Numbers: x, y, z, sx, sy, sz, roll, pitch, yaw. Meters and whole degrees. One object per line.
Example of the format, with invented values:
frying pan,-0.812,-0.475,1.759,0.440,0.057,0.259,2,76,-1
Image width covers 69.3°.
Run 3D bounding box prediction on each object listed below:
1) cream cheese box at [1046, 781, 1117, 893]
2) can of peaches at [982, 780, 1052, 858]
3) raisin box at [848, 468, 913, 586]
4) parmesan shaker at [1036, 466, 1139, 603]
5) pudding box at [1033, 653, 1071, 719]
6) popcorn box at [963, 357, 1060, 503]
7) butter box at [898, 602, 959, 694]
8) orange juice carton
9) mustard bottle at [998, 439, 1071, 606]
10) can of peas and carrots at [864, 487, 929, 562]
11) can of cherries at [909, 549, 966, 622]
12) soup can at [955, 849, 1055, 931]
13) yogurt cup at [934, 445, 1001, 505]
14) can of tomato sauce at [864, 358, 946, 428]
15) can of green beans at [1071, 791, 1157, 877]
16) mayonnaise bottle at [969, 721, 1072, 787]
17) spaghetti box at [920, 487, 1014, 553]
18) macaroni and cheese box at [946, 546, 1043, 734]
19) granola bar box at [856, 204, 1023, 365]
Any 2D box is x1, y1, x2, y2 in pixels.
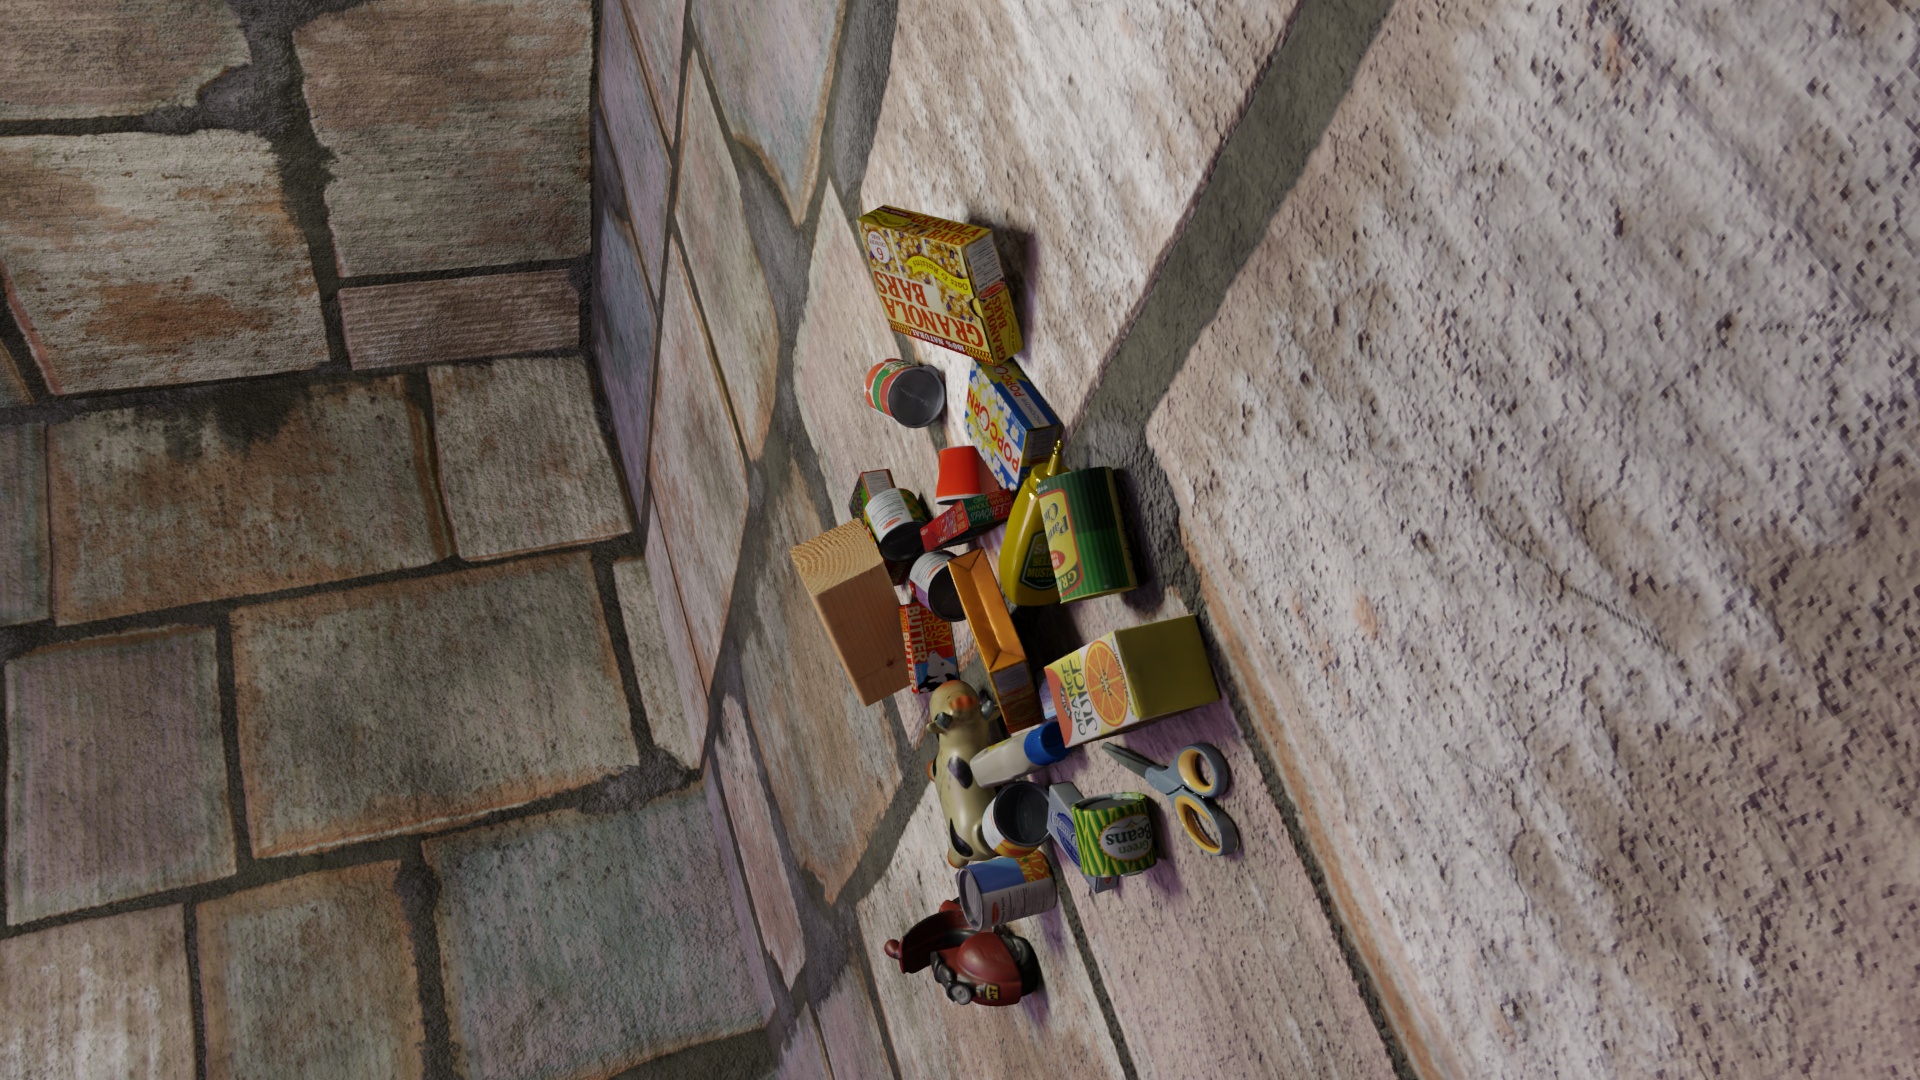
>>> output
cream cheese box,0.114,0.278,1.308,0.104,0.024,0.053,-132,39,-54
can of peaches,0.061,0.280,1.387,0.057,0.071,0.071,115,141,-63
raisin box,-0.097,-0.013,1.700,0.085,0.040,0.124,120,135,-58
parmesan shaker,0.104,-0.004,1.156,0.071,0.071,0.103,151,108,-68
pudding box,0.100,0.134,1.276,0.083,0.030,0.050,139,120,-65
popcorn box,0.046,-0.106,1.296,0.127,0.038,0.084,-121,28,-43
butter box,-0.036,0.120,1.582,0.024,0.053,0.103,174,87,-67
orange juice carton,0.128,0.121,1.138,0.192,0.073,0.072,138,120,-66
mustard bottle,0.074,-0.017,1.232,0.049,0.065,0.159,-120,32,-52
can of peas and carrots,-0.071,-0.017,1.598,0.070,0.071,0.059,103,150,-45
can of cherries,-0.013,0.049,1.480,0.058,0.072,0.071,-149,53,-63
soup can,0.046,0.358,1.433,0.071,0.084,0.071,172,89,-69
yogurt cup,0.007,-0.065,1.382,0.072,0.072,0.054,166,102,-69
can of tomato sauce,-0.061,-0.163,1.509,0.083,0.071,0.071,-149,52,-64
can of green beans,0.132,0.252,1.195,0.071,0.071,0.058,173,88,-69
mayonnaise bottle,0.063,0.208,1.360,0.041,0.065,0.147,66,153,9
spaghetti box,0.005,-0.017,1.366,0.249,0.050,0.028,150,105,-78
macaroni and cheese box,0.036,0.099,1.330,0.165,0.040,0.124,71,178,-61
granola bar box,-0.021,-0.241,1.305,0.166,0.039,0.123,27,144,46
